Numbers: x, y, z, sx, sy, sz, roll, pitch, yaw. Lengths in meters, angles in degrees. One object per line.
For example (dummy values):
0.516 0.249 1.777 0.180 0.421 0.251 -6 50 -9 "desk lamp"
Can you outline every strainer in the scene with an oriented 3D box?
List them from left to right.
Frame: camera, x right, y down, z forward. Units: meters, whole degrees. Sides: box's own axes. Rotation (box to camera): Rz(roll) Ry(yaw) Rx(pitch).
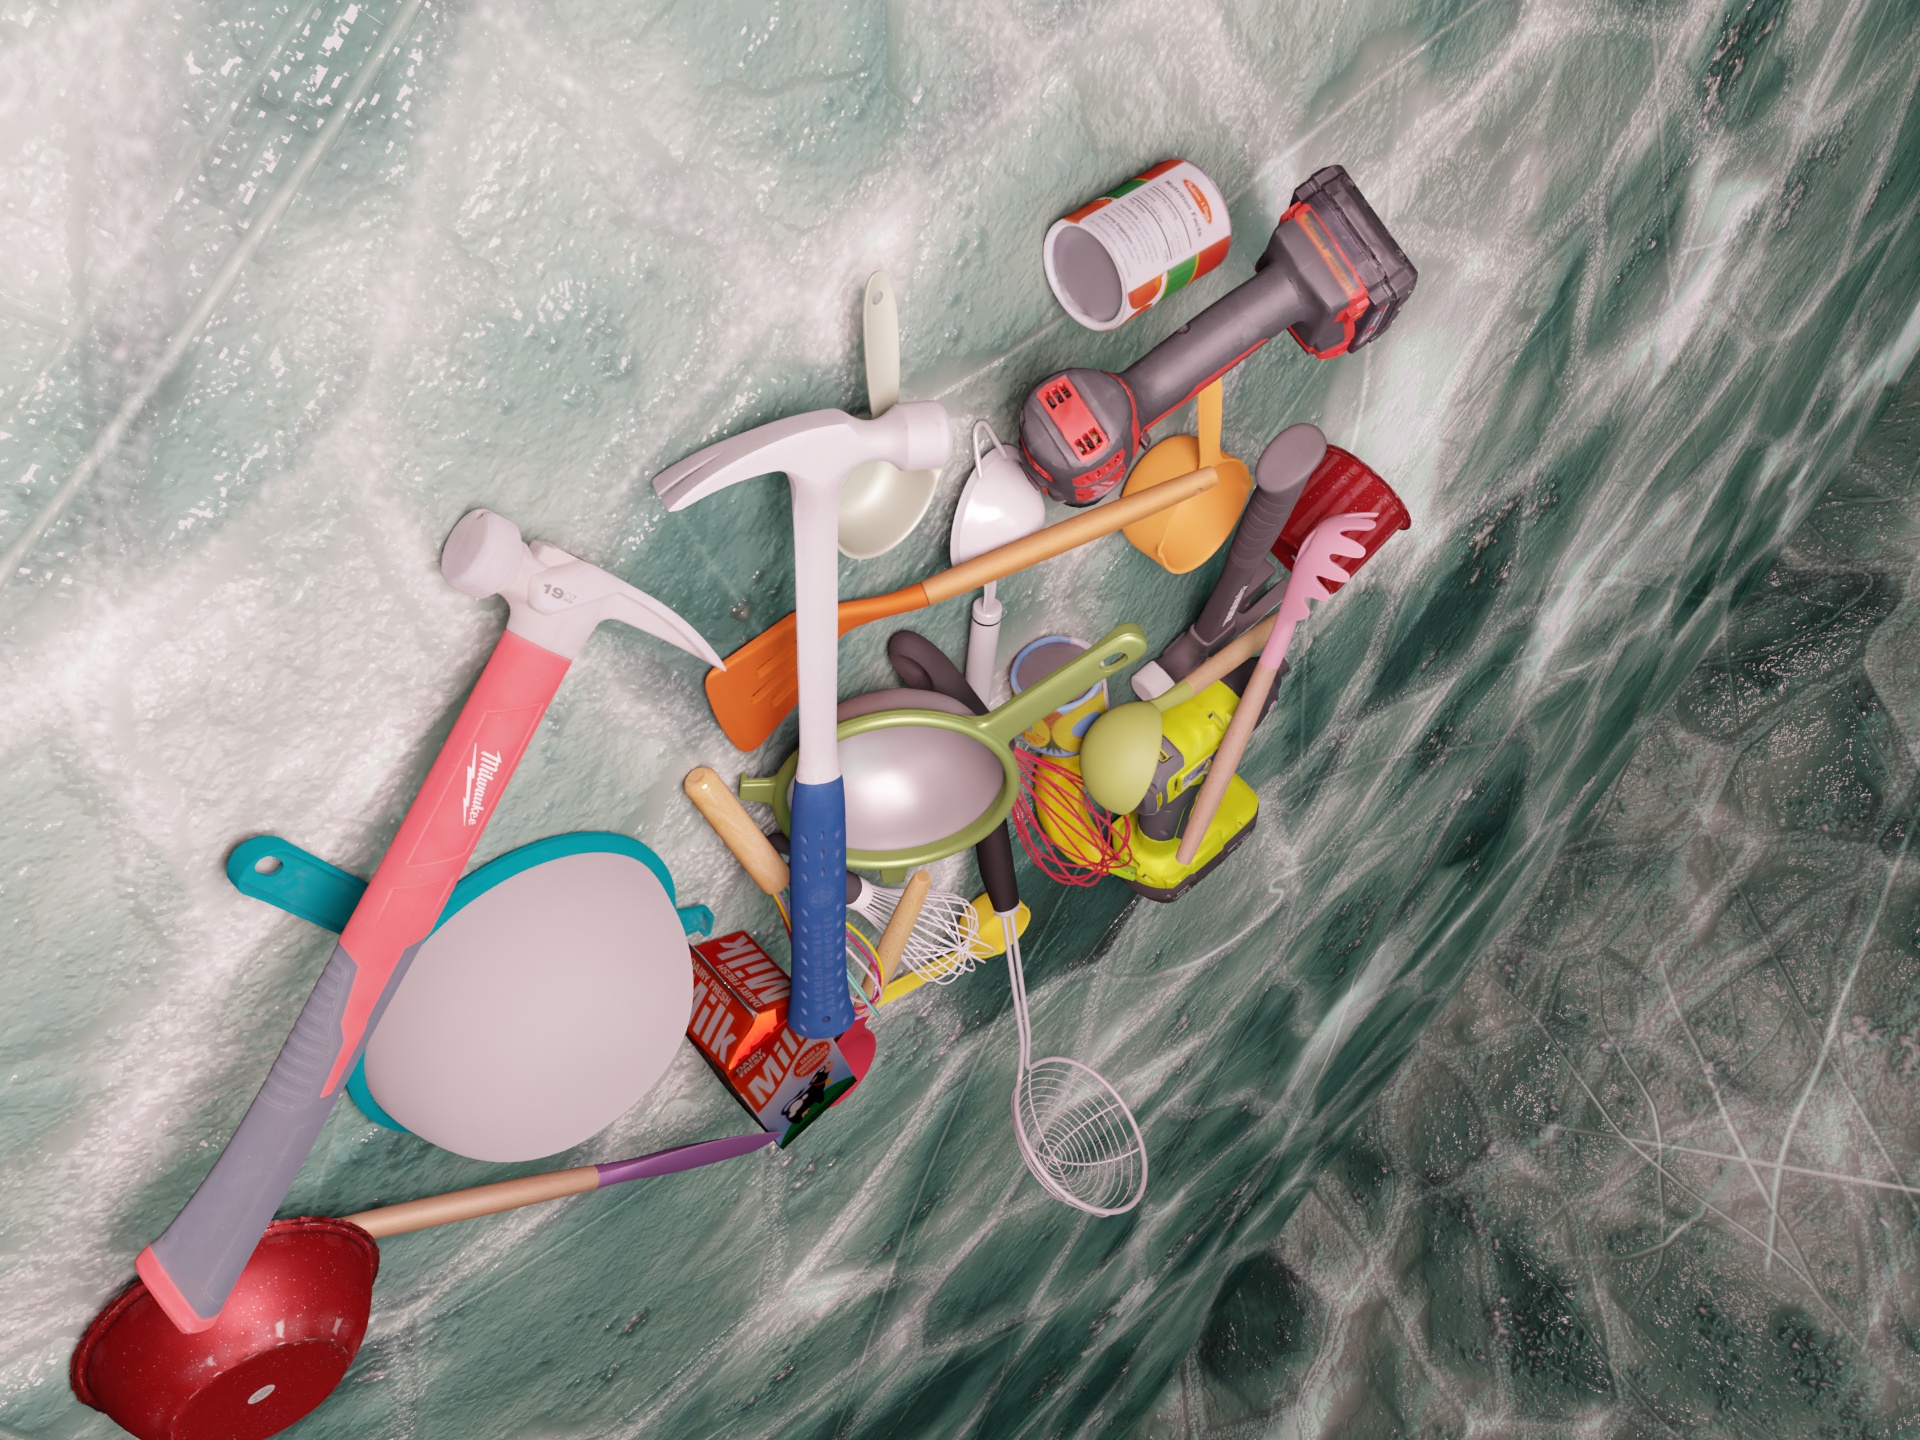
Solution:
-0.242 0.147 0.828 0.211 0.095 0.340 -48 151 -6 "strainer"
-0.002 -0.003 0.955 0.256 0.069 0.151 -33 136 23 "strainer"
0.020 -0.075 1.004 0.087 0.050 0.258 -47 156 -37 "strainer"

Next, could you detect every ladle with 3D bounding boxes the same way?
-0.064 0.193 1.128 0.069 0.031 0.315 -29 157 -34 "ladle"
0.185 -0.024 1.153 0.320 0.062 0.078 -32 159 -45 "ladle"

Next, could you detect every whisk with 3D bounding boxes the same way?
-0.106 0.115 0.982 0.047 0.051 0.244 -27 131 3 "whisk"
-0.059 0.128 1.103 0.070 0.070 0.284 -52 145 0 "whisk"
0.035 0.030 1.066 0.073 0.073 0.295 -48 133 -6 "whisk"

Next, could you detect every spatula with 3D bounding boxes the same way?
-0.249 0.287 0.984 0.315 0.018 0.059 -1 152 -38 "spatula"
0.005 -0.076 0.920 0.322 0.041 0.080 -23 145 -4 "spatula"

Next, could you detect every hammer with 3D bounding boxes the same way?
-0.251 0.103 0.731 0.143 0.038 0.386 29 89 -43 "hammer"
-0.084 0.022 0.873 0.144 0.035 0.405 -10 127 -18 "hammer"
0.201 -0.114 1.104 0.146 0.035 0.334 -40 167 -13 "hammer"

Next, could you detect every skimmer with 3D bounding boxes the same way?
0.069 0.193 1.165 0.127 0.090 0.363 -41 126 -56 "skimmer"

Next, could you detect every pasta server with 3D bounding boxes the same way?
0.221 -0.016 1.154 0.060 0.040 0.316 -54 165 -57 "pasta server"

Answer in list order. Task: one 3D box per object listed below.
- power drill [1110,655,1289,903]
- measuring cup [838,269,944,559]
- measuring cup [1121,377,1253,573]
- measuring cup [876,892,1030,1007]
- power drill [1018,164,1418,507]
0.192 0.045 1.293 0.171 0.080 0.223 -37 154 -18 "power drill"
-0.050 -0.160 0.817 0.083 0.038 0.167 -32 143 -30 "measuring cup"
0.145 -0.177 1.049 0.095 0.052 0.173 -37 145 -23 "measuring cup"
-0.017 0.181 1.250 0.156 0.029 0.062 -27 143 -17 "measuring cup"
0.133 -0.199 0.908 0.226 0.080 0.188 -34 176 4 "power drill"
